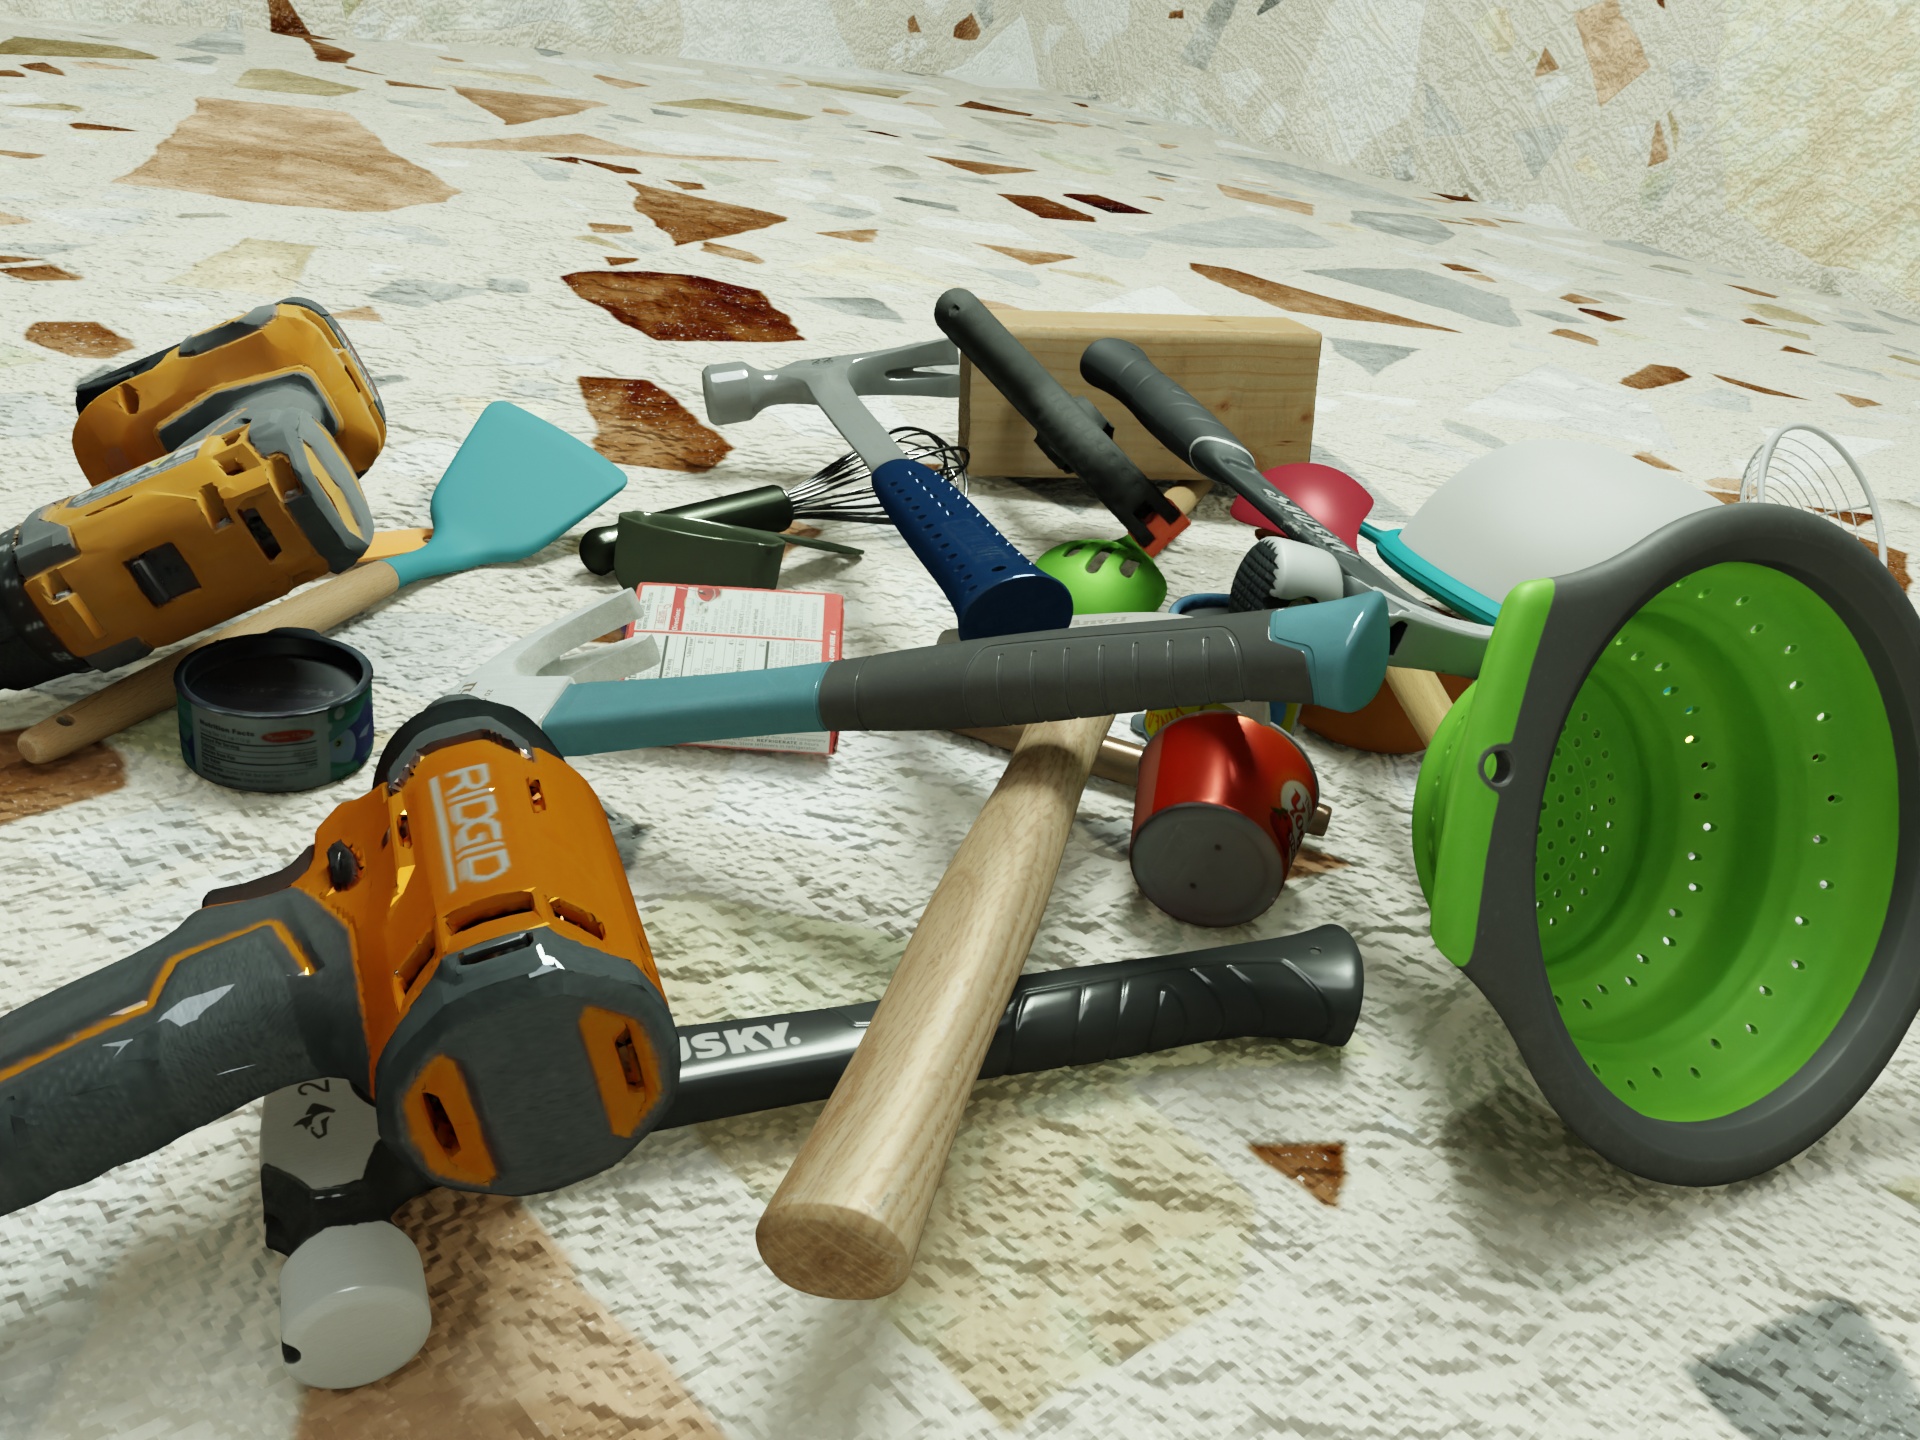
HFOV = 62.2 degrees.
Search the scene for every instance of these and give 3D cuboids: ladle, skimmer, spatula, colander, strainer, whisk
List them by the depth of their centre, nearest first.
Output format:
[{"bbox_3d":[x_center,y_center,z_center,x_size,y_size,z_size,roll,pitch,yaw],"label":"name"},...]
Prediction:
[{"bbox_3d":[0.285,0.054,0.548,0.396,0.204,0.094,15,-3,-27],"label":"colander"},{"bbox_3d":[-0.001,-0.002,0.668,0.316,0.018,0.060,16,25,16],"label":"spatula"},{"bbox_3d":[-0.260,-0.062,0.673,0.082,0.044,0.317,32,32,6],"label":"spatula"},{"bbox_3d":[0.177,-0.046,0.688,0.069,0.031,0.316,-9,33,1],"label":"ladle"},{"bbox_3d":[0.349,-0.052,0.736,0.210,0.095,0.341,11,21,-33],"label":"strainer"},{"bbox_3d":[-0.088,-0.111,0.826,0.246,0.059,0.058,-21,-4,-38],"label":"whisk"},{"bbox_3d":[0.527,-0.053,0.858,0.127,0.090,0.364,35,23,-20],"label":"skimmer"}]

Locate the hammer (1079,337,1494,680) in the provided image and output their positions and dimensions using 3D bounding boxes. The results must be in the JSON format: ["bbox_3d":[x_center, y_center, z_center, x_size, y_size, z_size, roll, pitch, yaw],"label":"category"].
[{"bbox_3d":[0.129,-0.110,0.710,0.149,0.036,0.409,13,23,-17],"label":"hammer"}]

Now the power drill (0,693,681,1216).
[{"bbox_3d":[-0.191,0.061,0.369,0.226,0.084,0.164,-16,34,-14],"label":"power drill"}]

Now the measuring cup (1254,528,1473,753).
[{"bbox_3d":[0.178,-0.041,0.766,0.095,0.052,0.174,0,27,-18],"label":"measuring cup"}]

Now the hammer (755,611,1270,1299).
[{"bbox_3d":[0.017,0.041,0.477,0.130,0.031,0.331,-5,25,19],"label":"hammer"}]

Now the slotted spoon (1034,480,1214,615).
[{"bbox_3d":[0.114,-0.116,0.916,0.070,0.031,0.314,19,27,14],"label":"slotted spoon"}]

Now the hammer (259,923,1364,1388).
[{"bbox_3d":[-0.023,0.091,0.465,0.334,0.035,0.146,-4,31,-24],"label":"hammer"}]

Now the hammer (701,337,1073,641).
[{"bbox_3d":[-0.025,-0.118,0.738,0.144,0.035,0.406,-11,26,-12],"label":"hammer"}]

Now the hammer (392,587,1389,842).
[{"bbox_3d":[-0.030,-0.008,0.522,0.331,0.033,0.128,-5,34,17],"label":"hammer"}]

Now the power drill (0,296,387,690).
[{"bbox_3d":[-0.323,-0.084,0.631,0.185,0.084,0.226,-24,30,-3],"label":"power drill"}]

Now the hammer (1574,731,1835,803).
[{"bbox_3d":[0.346,0.012,0.587,0.337,0.127,0.034,-3,49,24],"label":"hammer"}]

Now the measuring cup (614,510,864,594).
[{"bbox_3d":[-0.098,-0.072,0.764,0.083,0.038,0.167,17,10,28],"label":"measuring cup"}]

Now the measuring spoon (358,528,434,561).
[{"bbox_3d":[-0.281,-0.074,0.730,0.021,0.011,0.117,34,32,26],"label":"measuring spoon"}]
